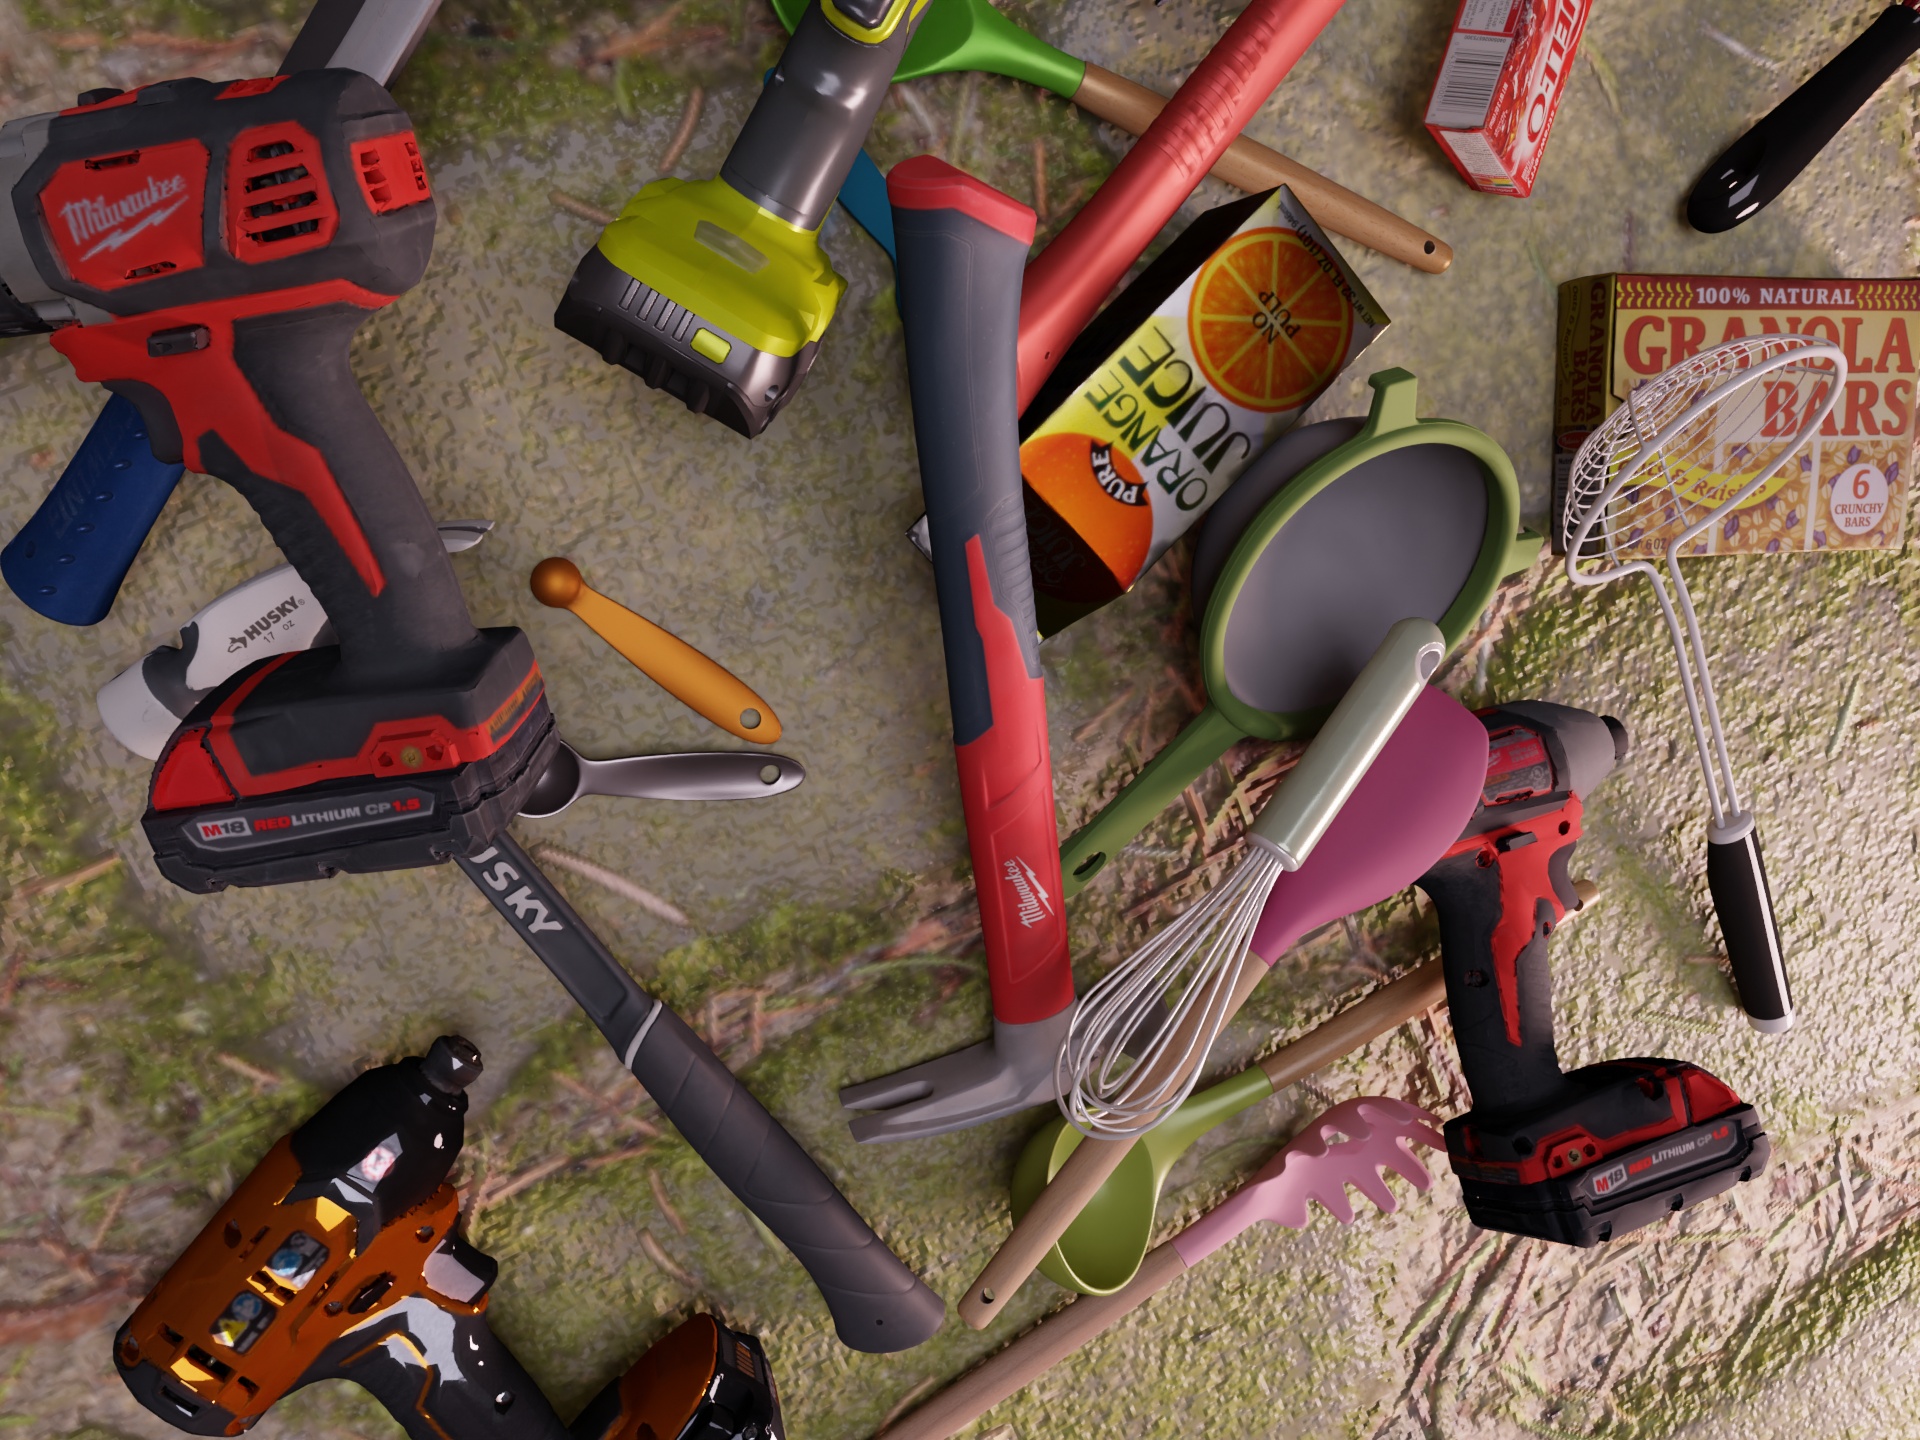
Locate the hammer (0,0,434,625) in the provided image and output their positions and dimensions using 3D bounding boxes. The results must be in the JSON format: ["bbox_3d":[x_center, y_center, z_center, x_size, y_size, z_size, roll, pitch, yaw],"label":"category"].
[{"bbox_3d":[-0.187,-0.188,0.488,0.144,0.035,0.405,45,109,15],"label":"hammer"}]

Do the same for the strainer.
[{"bbox_3d":[0.113,-0.032,0.666,0.256,0.069,0.151,-46,137,13],"label":"strainer"}]

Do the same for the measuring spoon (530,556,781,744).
[{"bbox_3d":[-0.117,-0.025,0.624,0.116,0.011,0.021,36,88,-17],"label":"measuring spoon"}]

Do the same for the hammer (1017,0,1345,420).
[{"bbox_3d":[0.118,-0.252,0.597,0.037,0.149,0.359,39,90,20],"label":"hammer"}]

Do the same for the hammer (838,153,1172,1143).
[{"bbox_3d":[-0.001,-0.002,0.577,0.143,0.038,0.386,-16,124,-12],"label":"hammer"}]

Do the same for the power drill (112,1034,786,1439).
[{"bbox_3d":[-0.178,0.236,0.614,0.226,0.084,0.164,40,86,-13],"label":"power drill"}]

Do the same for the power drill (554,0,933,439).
[{"bbox_3d":[-0.042,-0.211,0.511,0.080,0.171,0.223,29,111,-10],"label":"power drill"}]

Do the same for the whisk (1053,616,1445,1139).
[{"bbox_3d":[0.117,0.058,0.622,0.246,0.059,0.057,-53,136,-10],"label":"whisk"}]

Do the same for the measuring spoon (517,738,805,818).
[{"bbox_3d":[-0.123,0.020,0.631,0.124,0.018,0.034,1,109,-22],"label":"measuring spoon"}]

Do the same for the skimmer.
[{"bbox_3d":[0.343,0.008,0.688,0.127,0.090,0.363,-28,114,-8],"label":"skimmer"}]

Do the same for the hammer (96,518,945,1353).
[{"bbox_3d":[-0.131,0.104,0.617,0.149,0.036,0.408,-33,109,9],"label":"hammer"}]

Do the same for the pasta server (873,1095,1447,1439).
[{"bbox_3d":[0.078,0.259,0.709,0.316,0.040,0.060,-32,127,-7],"label":"pasta server"}]

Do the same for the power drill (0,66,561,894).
[{"bbox_3d":[-0.230,-0.066,0.474,0.188,0.080,0.226,-7,114,7],"label":"power drill"}]

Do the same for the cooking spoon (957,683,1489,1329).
[{"bbox_3d":[0.103,0.115,0.641,0.069,0.017,0.319,38,86,13],"label":"cooking spoon"}]

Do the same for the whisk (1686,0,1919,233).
[{"bbox_3d":[0.435,-0.322,0.707,0.296,0.073,0.073,-43,107,0],"label":"whisk"}]

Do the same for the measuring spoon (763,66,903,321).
[{"bbox_3d":[-0.030,-0.199,0.615,0.042,0.021,0.128,-43,108,-5],"label":"measuring spoon"}]

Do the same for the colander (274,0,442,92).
[{"bbox_3d":[-0.133,-0.289,0.538,0.205,0.094,0.397,44,106,22],"label":"colander"}]

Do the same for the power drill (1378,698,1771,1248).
[{"bbox_3d":[0.254,0.100,0.690,0.143,0.078,0.220,-15,83,-18],"label":"power drill"}]

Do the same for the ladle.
[{"bbox_3d":[0.163,0.150,0.707,0.320,0.062,0.078,-26,101,-13],"label":"ladle"}]

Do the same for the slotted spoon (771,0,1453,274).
[{"bbox_3d":[0.068,-0.242,0.634,0.313,0.031,0.070,18,94,-19],"label":"slotted spoon"}]
